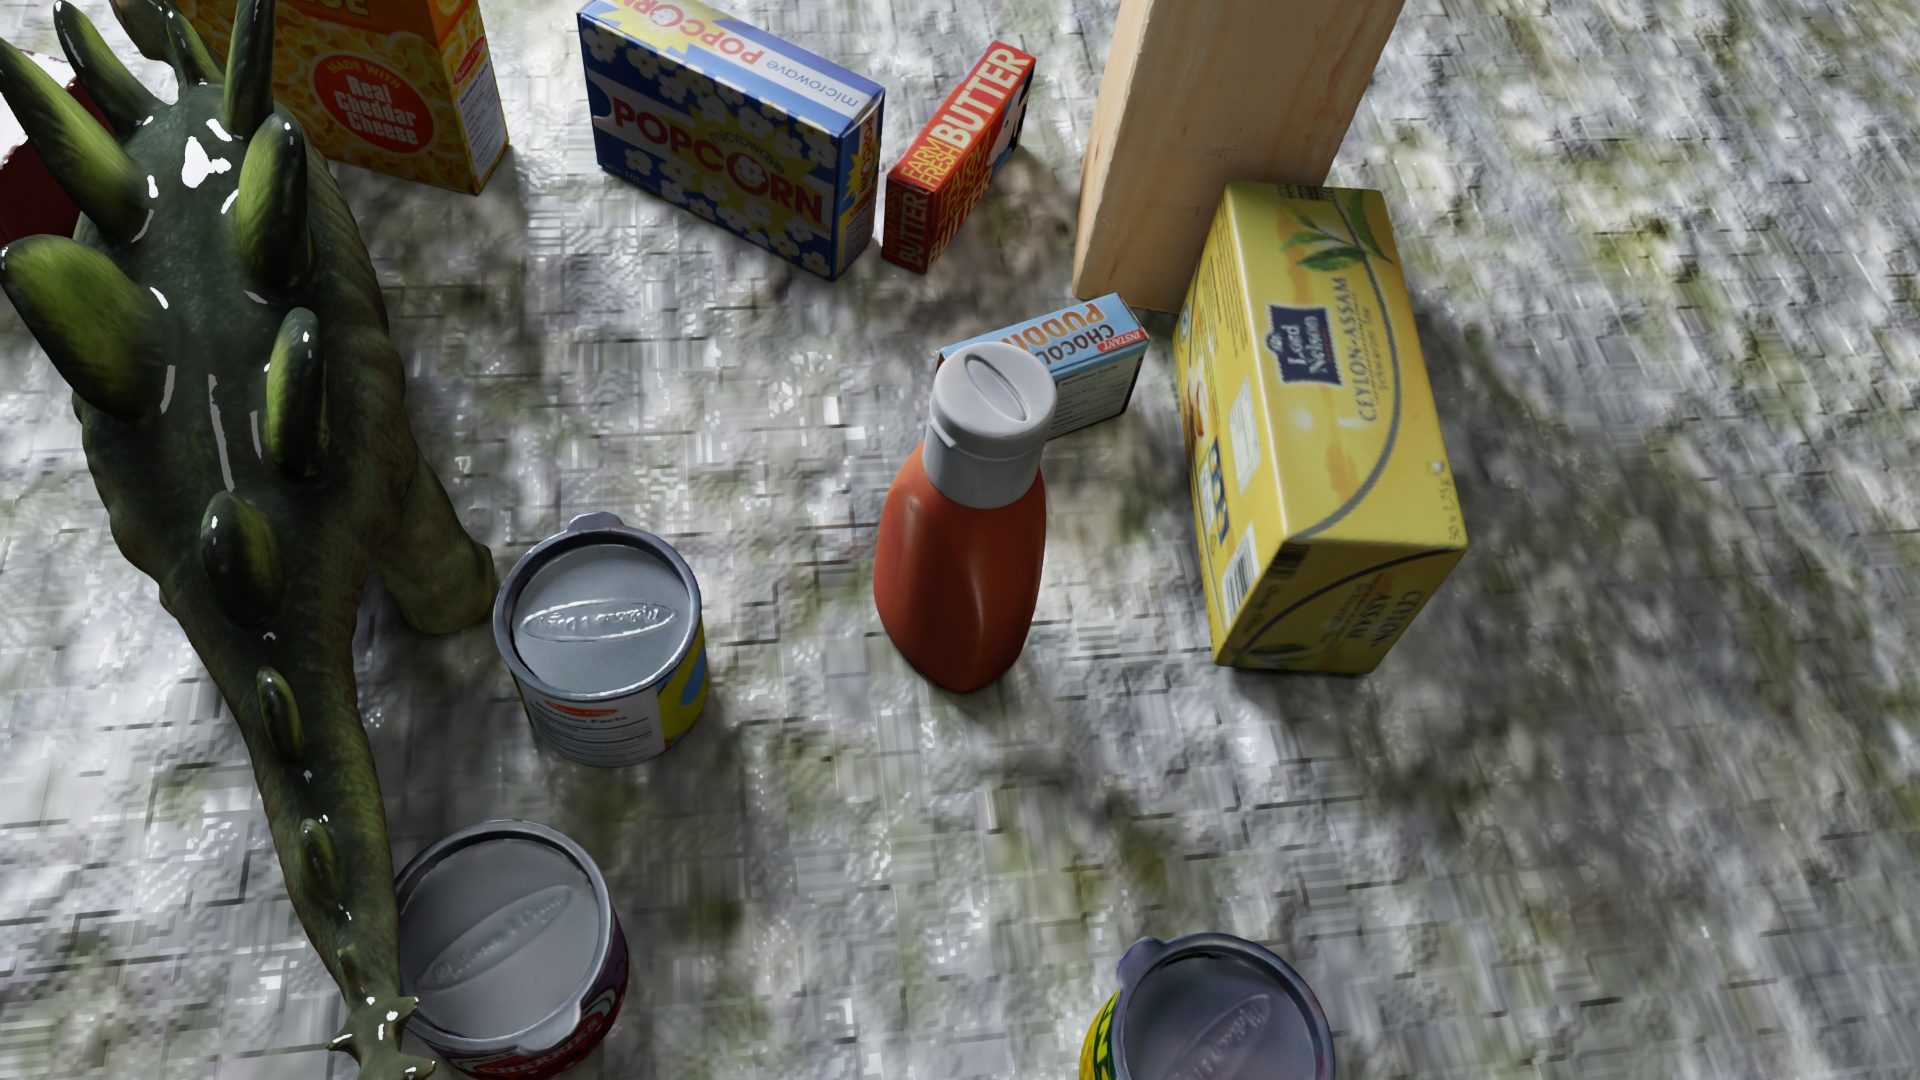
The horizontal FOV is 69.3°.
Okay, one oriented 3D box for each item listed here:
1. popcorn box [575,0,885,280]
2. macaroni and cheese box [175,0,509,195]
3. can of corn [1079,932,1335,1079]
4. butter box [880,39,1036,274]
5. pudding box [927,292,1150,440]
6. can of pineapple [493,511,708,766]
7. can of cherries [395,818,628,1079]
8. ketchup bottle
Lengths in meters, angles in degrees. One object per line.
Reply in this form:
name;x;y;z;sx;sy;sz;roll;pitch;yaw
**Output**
popcorn box;-0.096;-0.175;0.591;0.127;0.084;0.038;27;60;9
macaroni and cheese box;-0.258;-0.224;0.552;0.124;0.165;0.040;14;58;1
can of corn;0.071;0.159;0.425;0.071;0.058;0.071;3;59;-5
butter box;-0.001;-0.171;0.620;0.024;0.053;0.104;26;59;9
pudding box;0.031;-0.064;0.561;0.084;0.049;0.030;-21;64;-19
can of pineapple;-0.120;0.035;0.476;0.071;0.057;0.071;3;59;-5
can of cherries;-0.135;0.127;0.417;0.071;0.058;0.072;3;59;-5
ketchup bottle;0.002;-0.006;0.464;0.044;0.148;0.065;-31;68;-23
